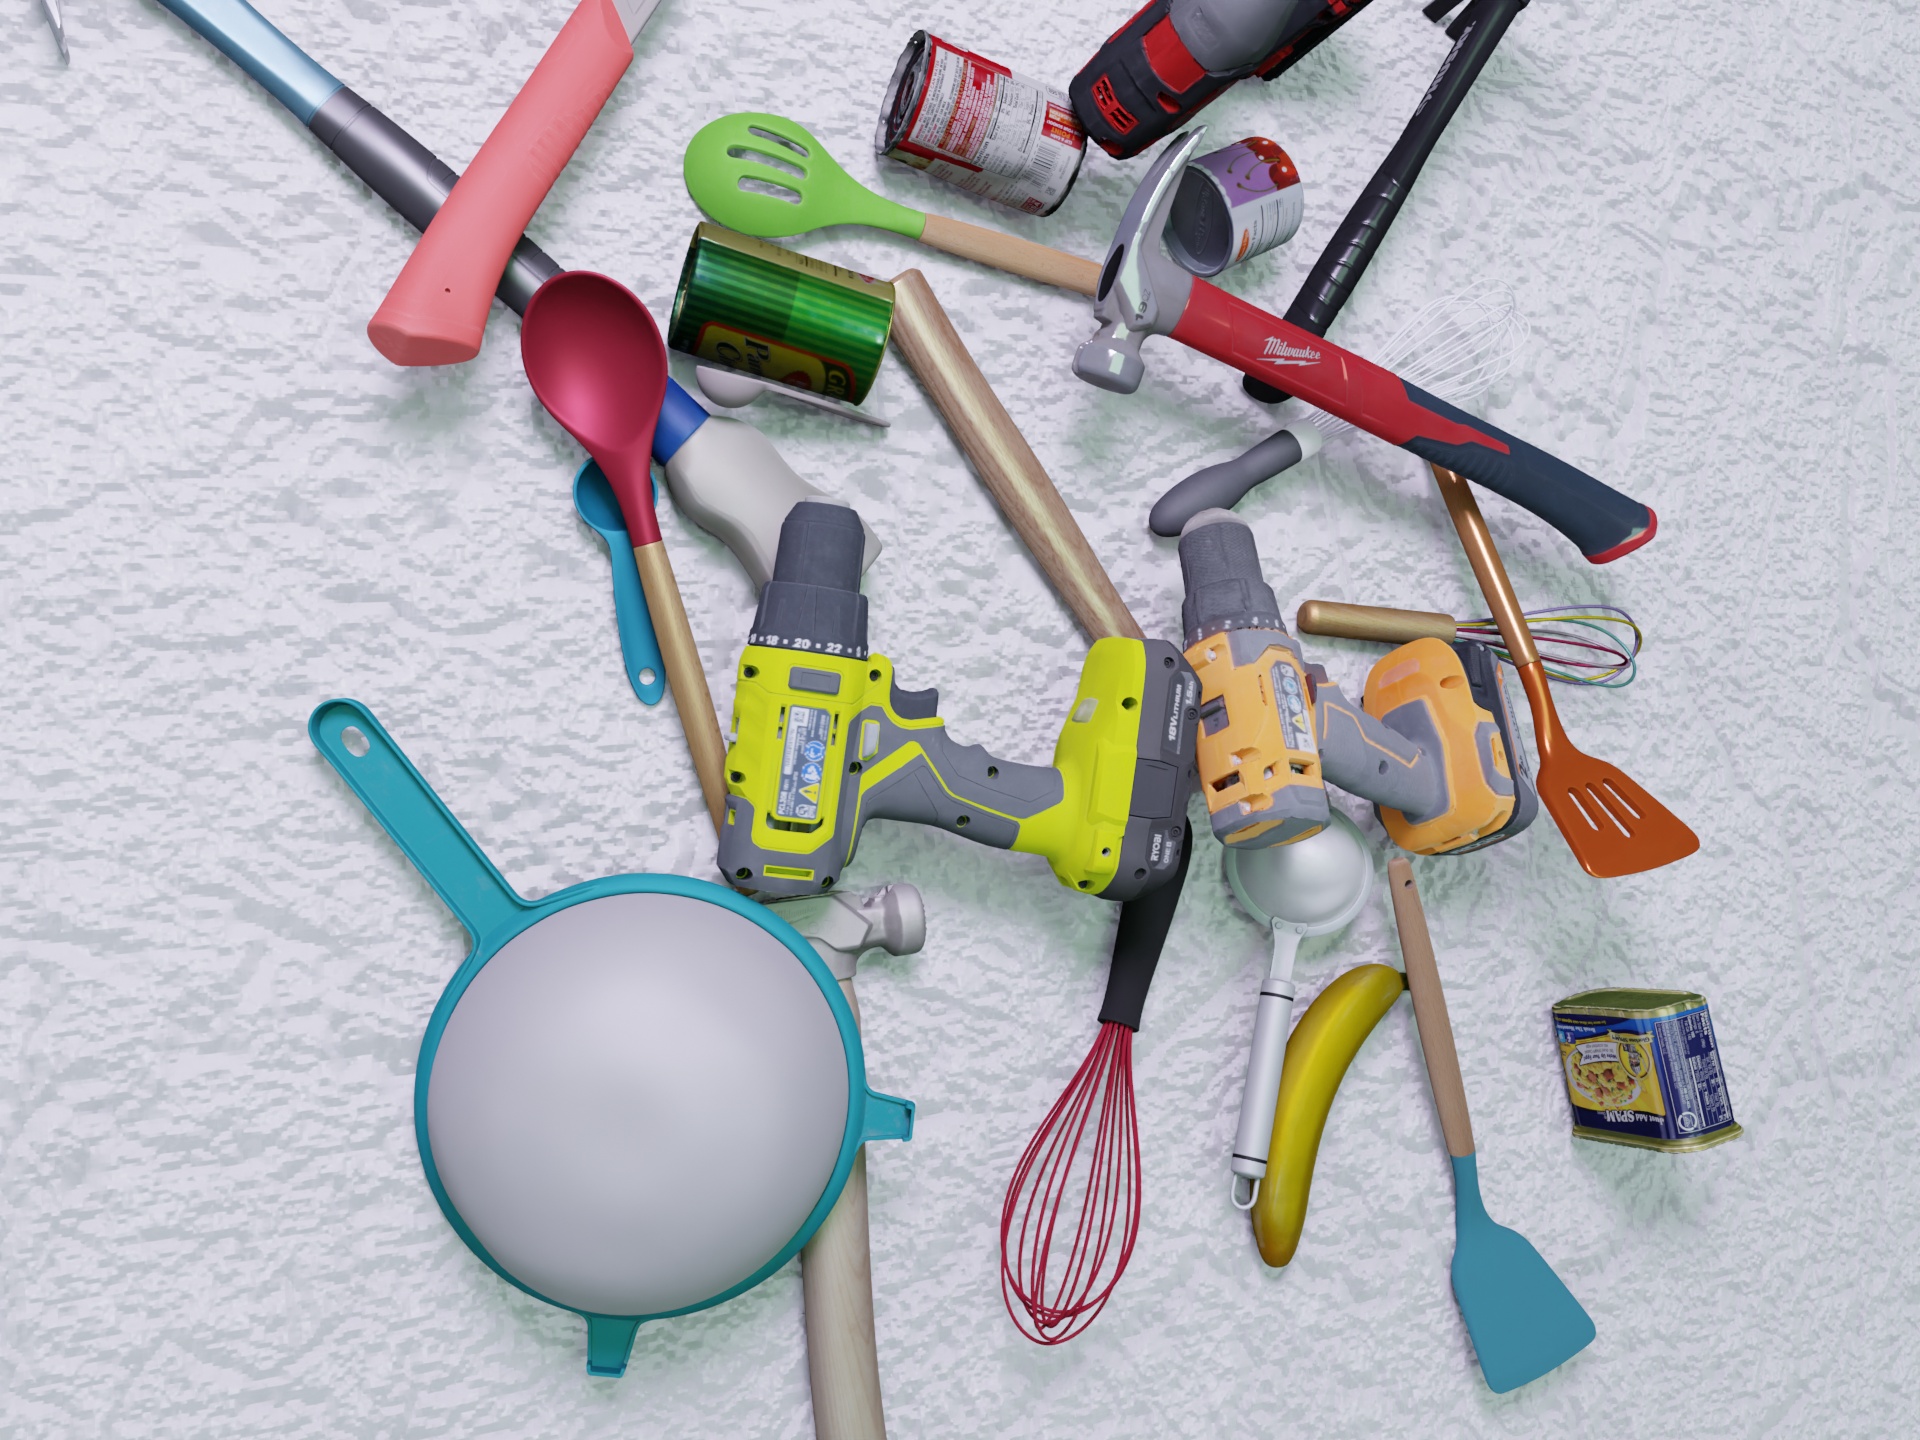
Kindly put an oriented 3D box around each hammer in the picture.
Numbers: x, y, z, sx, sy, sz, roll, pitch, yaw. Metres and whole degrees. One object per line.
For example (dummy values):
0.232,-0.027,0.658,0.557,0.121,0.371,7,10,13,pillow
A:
0.266,-0.337,0.964,0.035,0.146,0.335,33,85,-16,hammer
-0.069,0.293,0.792,0.146,0.038,0.411,-5,87,-21,hammer
-0.195,-0.324,0.780,0.149,0.037,0.359,32,66,-19,hammer
-0.291,-0.286,0.764,0.331,0.033,0.128,40,71,-14,hammer
0.254,-0.192,0.910,0.386,0.038,0.143,19,94,-21,hammer
0.051,-0.100,0.885,0.130,0.031,0.331,-37,98,-22,hammer

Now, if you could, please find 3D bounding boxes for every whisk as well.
0.228,-0.181,0.950,0.284,0.070,0.070,-32,97,-14,whisk
0.080,0.183,0.856,0.073,0.073,0.296,24,69,-18,whisk
0.319,-0.049,0.986,0.245,0.047,0.051,5,71,-17,whisk

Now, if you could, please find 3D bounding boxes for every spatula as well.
0.298,0.231,0.932,0.082,0.044,0.317,-19,99,-20,spatula
0.336,-0.058,0.950,0.081,0.041,0.323,-12,73,-19,spatula

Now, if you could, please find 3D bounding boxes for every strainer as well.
-0.184,0.127,0.709,0.211,0.095,0.340,-38,95,-6,strainer
0.182,0.144,0.895,0.087,0.050,0.258,12,76,3,strainer

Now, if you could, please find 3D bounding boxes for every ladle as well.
-0.146,-0.062,0.784,0.069,0.031,0.315,-13,100,7,ladle

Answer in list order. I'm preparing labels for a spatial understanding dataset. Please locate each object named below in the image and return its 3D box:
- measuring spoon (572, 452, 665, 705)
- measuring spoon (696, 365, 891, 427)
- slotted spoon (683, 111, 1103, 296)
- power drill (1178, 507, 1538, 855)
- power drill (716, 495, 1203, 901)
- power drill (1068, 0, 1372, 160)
-0.168,-0.071,0.804,0.042,0.021,0.128,-10,98,-17,measuring spoon
-0.084,-0.161,0.824,0.124,0.034,0.018,7,104,-44,measuring spoon
0.002,-0.270,0.886,0.313,0.031,0.070,11,80,-22,slotted spoon
0.210,-0.016,0.884,0.226,0.084,0.185,9,63,-36,power drill
-0.001,-0.003,0.797,0.228,0.080,0.190,8,90,-16,power drill
0.159,-0.392,0.869,0.078,0.143,0.220,52,46,-10,power drill
